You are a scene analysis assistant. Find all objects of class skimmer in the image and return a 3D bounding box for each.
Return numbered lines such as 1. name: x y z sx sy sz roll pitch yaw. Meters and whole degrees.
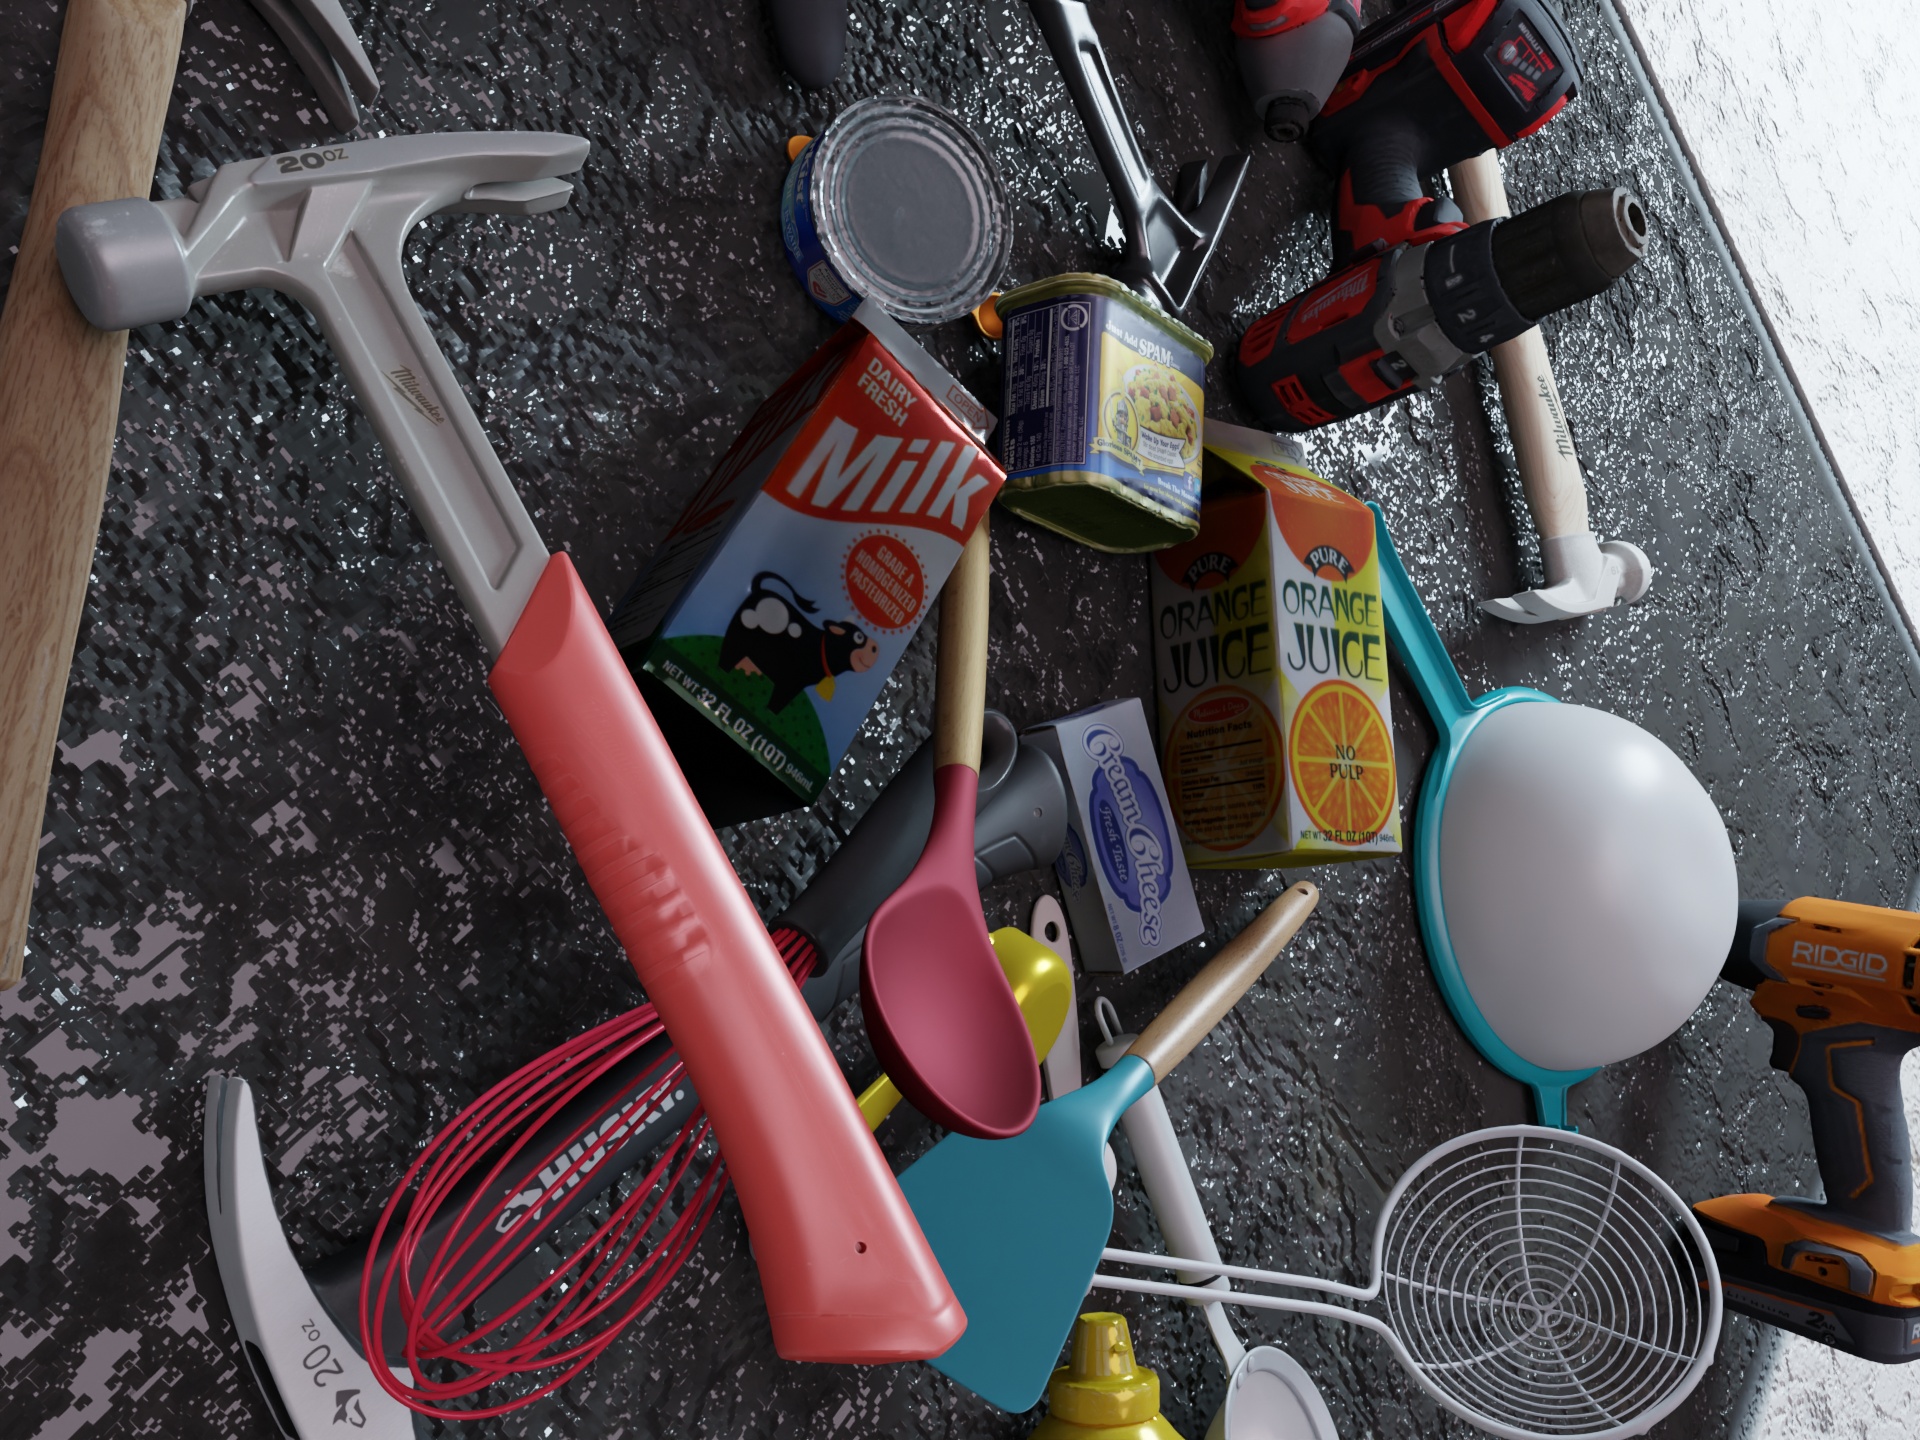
1. skimmer: 0.109 0.189 0.574 0.363 0.090 0.127 14 43 -22

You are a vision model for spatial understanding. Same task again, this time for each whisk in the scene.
1. whisk: -0.069 -0.382 0.603 0.070 0.070 0.284 -7 91 -39
2. whisk: -0.061 0.080 0.479 0.296 0.073 0.073 -46 111 -42

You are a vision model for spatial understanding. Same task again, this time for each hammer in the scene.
1. hammer: -0.091 0.001 0.427 0.149 0.036 0.359 -24 82 -36
2. hammer: -0.240 -0.095 0.428 0.130 0.031 0.331 12 75 -36
3. hammer: -0.078 0.097 0.520 0.335 0.035 0.146 -35 105 -37
4. hammer: 0.288 -0.256 0.869 0.146 0.038 0.410 -11 88 -45
5. hammer: 0.030 -0.307 0.611 0.336 0.034 0.127 55 51 -42

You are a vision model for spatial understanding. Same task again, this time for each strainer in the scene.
1. strainer: 0.099 0.232 0.634 0.087 0.050 0.258 -17 87 -57
2. strainer: 0.299 0.029 0.794 0.211 0.095 0.340 -45 111 -35

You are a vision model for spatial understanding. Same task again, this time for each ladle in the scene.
1. ladle: -0.001 -0.002 0.533 0.069 0.031 0.316 36 38 -31

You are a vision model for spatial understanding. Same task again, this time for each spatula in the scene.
1. spatula: 0.072 0.130 0.603 0.317 0.082 0.044 -27 140 -54

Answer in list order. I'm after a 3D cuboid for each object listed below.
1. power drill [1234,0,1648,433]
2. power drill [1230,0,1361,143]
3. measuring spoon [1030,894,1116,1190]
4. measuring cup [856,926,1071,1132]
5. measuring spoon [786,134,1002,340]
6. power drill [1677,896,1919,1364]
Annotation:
1. power drill: 0.229 -0.246 0.733 0.080 0.188 0.227 37 57 -29
2. power drill: 0.121 -0.366 0.708 0.219 0.078 0.143 21 73 -55
3. measuring spoon: 0.044 0.130 0.621 0.034 0.018 0.124 -2 82 -39
4. measuring cup: -0.011 0.129 0.545 0.156 0.029 0.062 -39 142 -43
5. measuring spoon: -0.024 -0.191 0.633 0.116 0.011 0.021 35 72 -25
6. power drill: 0.462 0.210 0.868 0.084 0.164 0.226 9 89 -37
